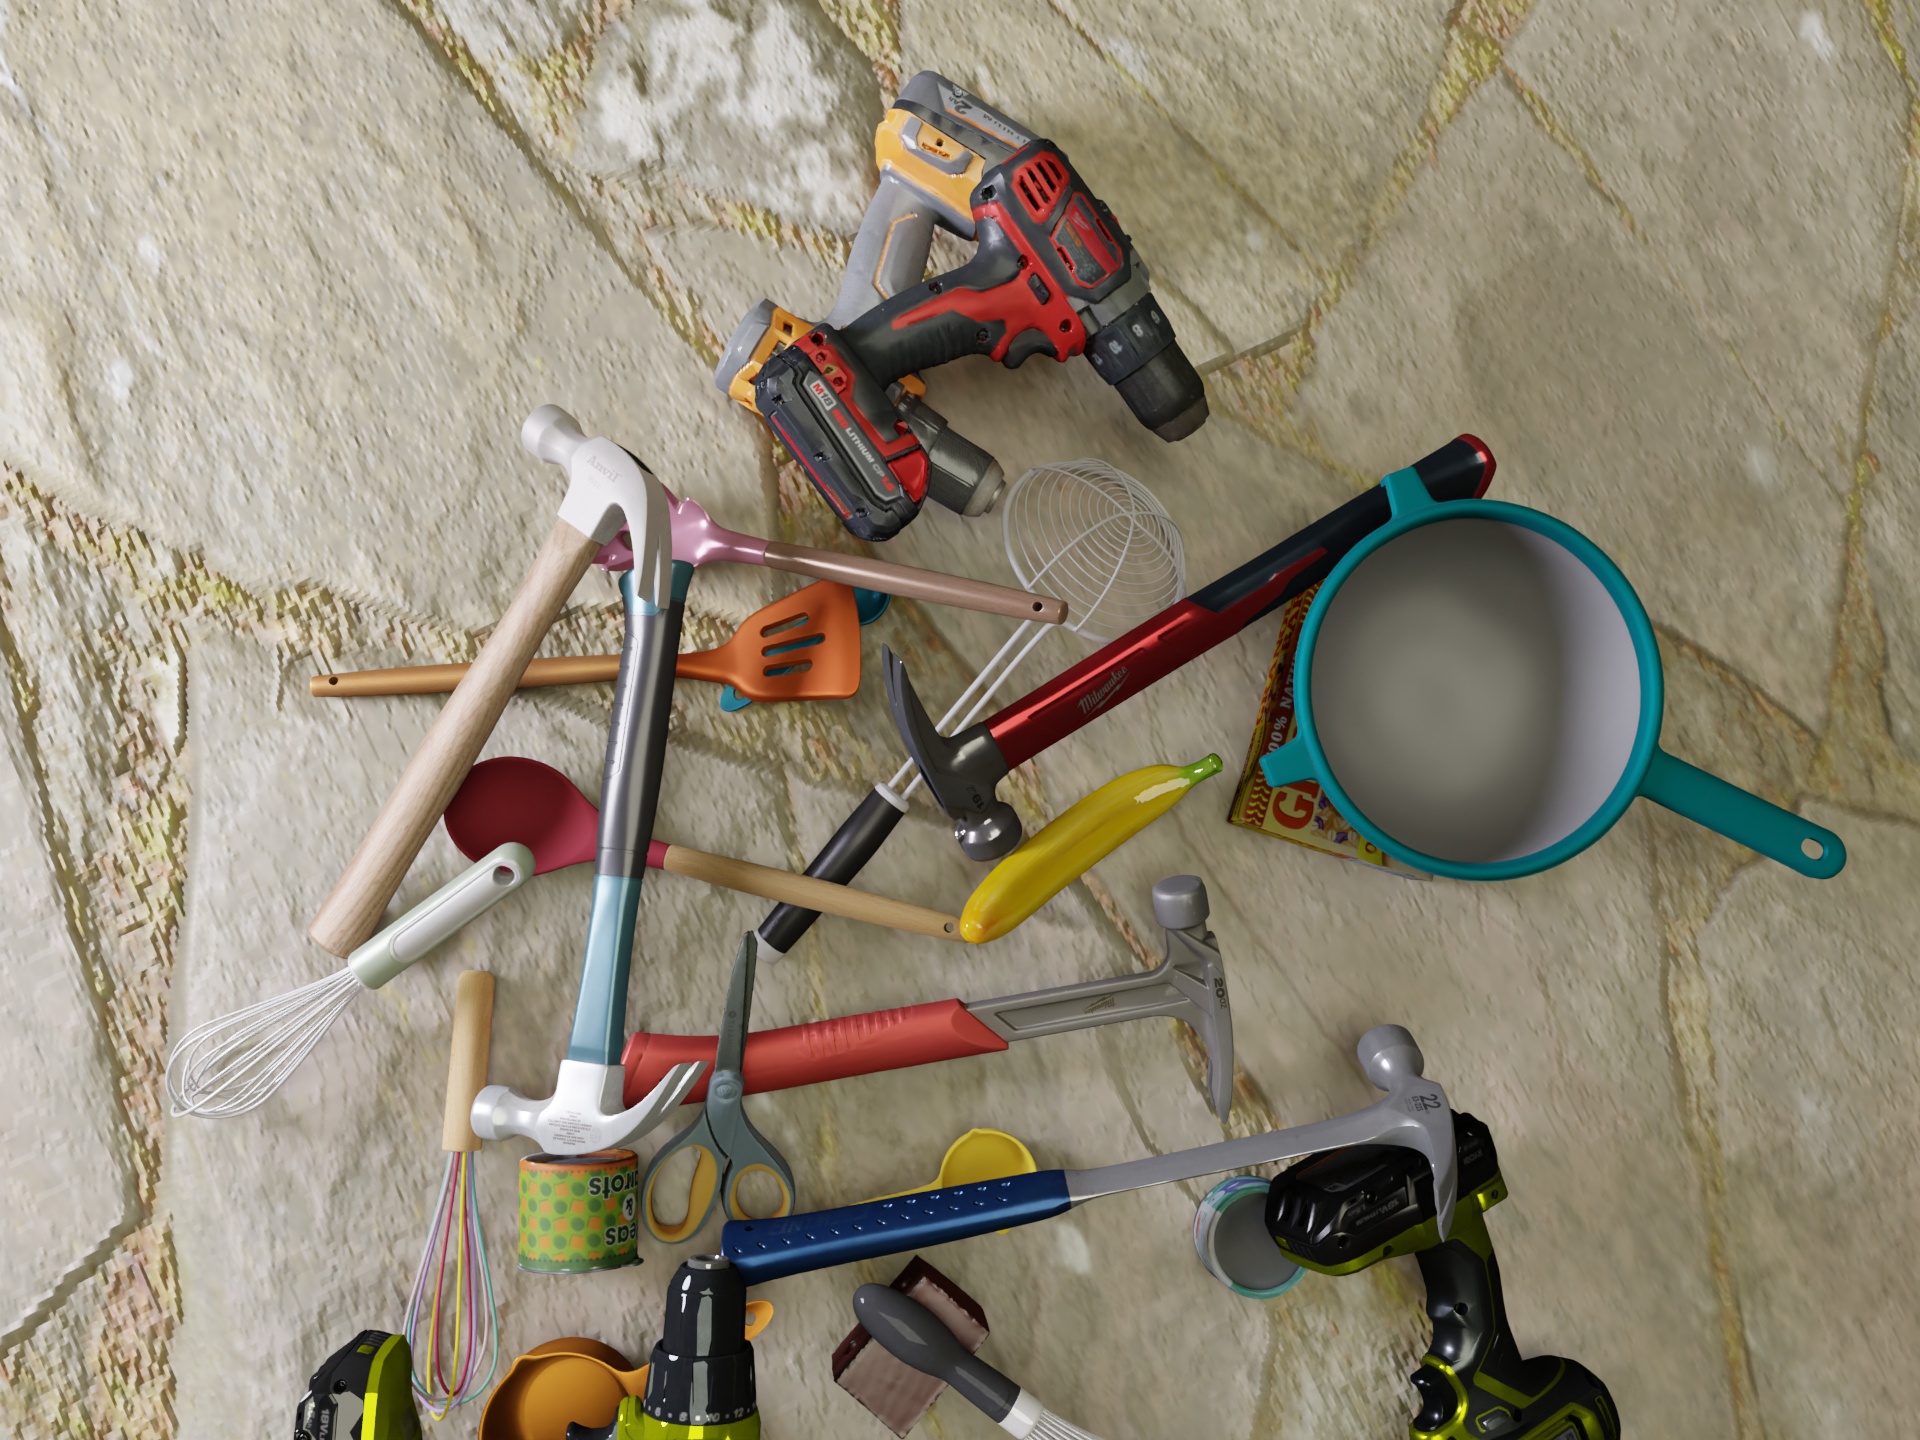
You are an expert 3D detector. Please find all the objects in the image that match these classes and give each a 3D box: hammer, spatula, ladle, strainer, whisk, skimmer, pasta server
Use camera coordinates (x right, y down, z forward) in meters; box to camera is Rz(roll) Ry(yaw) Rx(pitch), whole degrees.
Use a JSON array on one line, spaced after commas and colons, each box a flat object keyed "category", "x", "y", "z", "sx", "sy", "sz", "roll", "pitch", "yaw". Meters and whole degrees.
[{"category": "hammer", "x": 0.140, "y": -0.073, "z": 0.917, "sx": 0.386, "sy": 0.038, "sz": 0.143, "roll": -31, "pitch": 120, "yaw": -8}, {"category": "hammer", "x": -0.022, "y": 0.191, "z": 0.923, "sx": 0.359, "sy": 0.037, "sz": 0.149, "roll": -10, "pitch": 104, "yaw": -2}, {"category": "spatula", "x": -0.220, "y": -0.034, "z": 0.938, "sx": 0.322, "sy": 0.041, "sz": 0.081, "roll": -4, "pitch": 70, "yaw": -4}, {"category": "ladle", "x": -0.144, "y": 0.084, "z": 0.916, "sx": 0.315, "sy": 0.031, "sz": 0.069, "roll": 14, "pitch": 87, "yaw": 6}, {"category": "strainer", "x": 0.340, "y": 0.011, "z": 0.921, "sx": 0.340, "sy": 0.095, "sz": 0.211, "roll": 25, "pitch": 85, "yaw": -5}, {"category": "whisk", "x": -0.281, "y": 0.265, "z": 0.897, "sx": 0.051, "sy": 0.047, "sz": 0.245, "roll": 3, "pitch": 80, "yaw": -4}, {"category": "skimmer", "x": -0.002, "y": -0.003, "z": 0.961, "sx": 0.127, "sy": 0.090, "sz": 0.363, "roll": 40, "pitch": 92, "yaw": -5}, {"category": "whisk", "x": 0.059, "y": 0.392, "z": 0.857, "sx": 0.284, "sy": 0.070, "sz": 0.070, "roll": 36, "pitch": 81, "yaw": 3}, {"category": "hammer", "x": -0.270, "y": -0.009, "z": 0.895, "sx": 0.130, "sy": 0.031, "sz": 0.331, "roll": 35, "pitch": 96, "yaw": 25}, {"category": "pasta server", "x": -0.088, "y": -0.091, "z": 0.900, "sx": 0.316, "sy": 0.040, "sz": 0.060, "roll": 14, "pitch": 92, "yaw": 24}, {"category": "whisk", "x": -0.338, "y": 0.144, "z": 0.882, "sx": 0.246, "sy": 0.059, "sz": 0.057, "roll": -36, "pitch": 110, "yaw": 2}, {"category": "hammer", "x": -0.189, "y": 0.073, "z": 0.882, "sx": 0.128, "sy": 0.033, "sz": 0.331, "roll": 4, "pitch": 83, "yaw": 20}, {"category": "hammer", "x": 0.070, "y": 0.257, "z": 0.870, "sx": 0.405, "sy": 0.144, "sz": 0.035, "roll": -12, "pitch": 114, "yaw": 2}]

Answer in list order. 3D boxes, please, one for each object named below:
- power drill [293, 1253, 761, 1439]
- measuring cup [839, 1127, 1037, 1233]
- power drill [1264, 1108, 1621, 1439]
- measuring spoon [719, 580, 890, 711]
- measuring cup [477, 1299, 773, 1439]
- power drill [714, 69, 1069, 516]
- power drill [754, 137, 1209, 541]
[{"category": "power drill", "x": -0.216, "y": 0.375, "z": 0.821, "sx": 0.228, "sy": 0.080, "sz": 0.190, "roll": 3, "pitch": 83, "yaw": -7}, {"category": "measuring cup", "x": -0.031, "y": 0.281, "z": 0.928, "sx": 0.156, "sy": 0.029, "sz": 0.062, "roll": -17, "pitch": 85, "yaw": -2}, {"category": "power drill", "x": 0.266, "y": 0.350, "z": 0.901, "sx": 0.171, "sy": 0.080, "sz": 0.223, "roll": -22, "pitch": 92, "yaw": -21}, {"category": "measuring spoon", "x": -0.094, "y": -0.048, "z": 0.967, "sx": 0.128, "sy": 0.021, "sz": 0.042, "roll": -41, "pitch": 76, "yaw": 1}, {"category": "measuring cup", "x": -0.182, "y": 0.369, "z": 0.889, "sx": 0.173, "sy": 0.052, "sz": 0.095, "roll": -29, "pitch": 87, "yaw": -10}, {"category": "power drill", "x": -0.016, "y": -0.250, "z": 0.966, "sx": 0.185, "sy": 0.084, "sz": 0.226, "roll": 31, "pitch": 85, "yaw": -3}, {"category": "power drill", "x": 0.018, "y": -0.193, "z": 0.903, "sx": 0.226, "sy": 0.080, "sz": 0.188, "roll": -38, "pitch": 101, "yaw": -7}]
